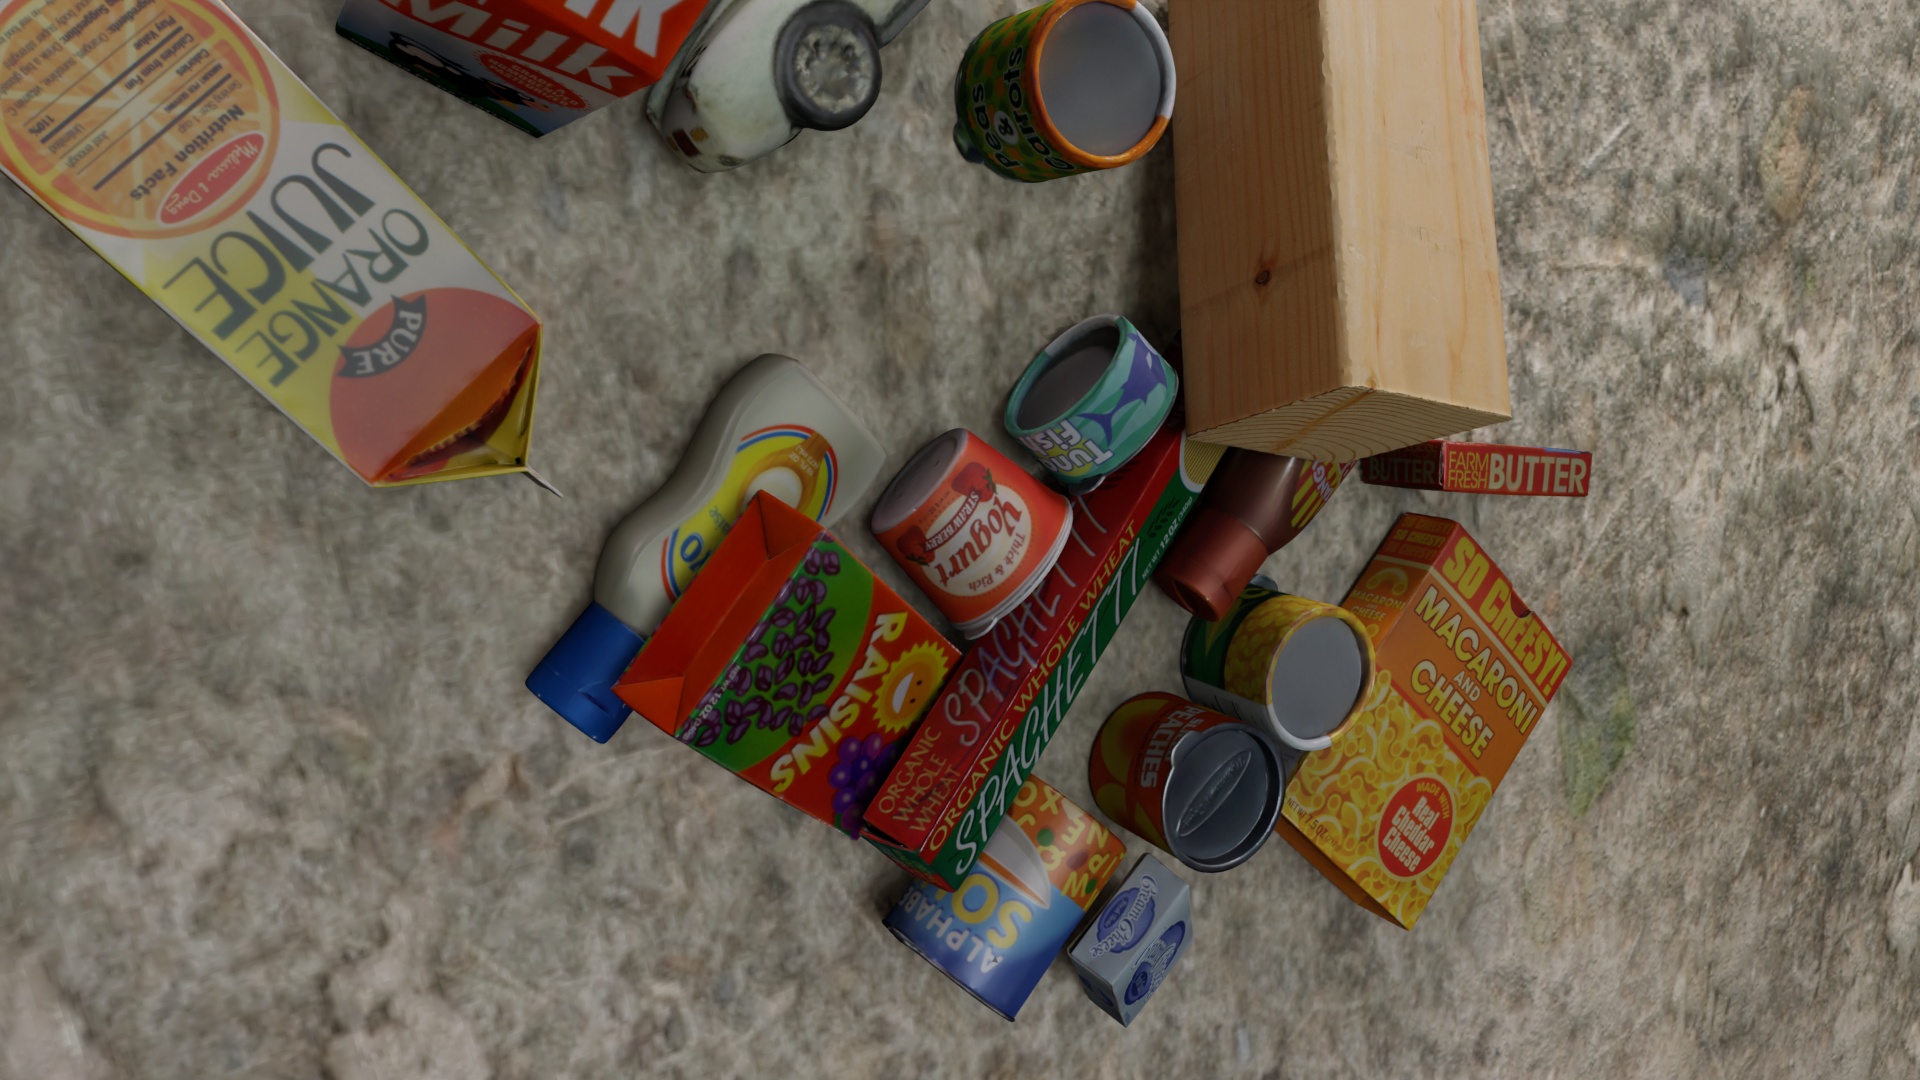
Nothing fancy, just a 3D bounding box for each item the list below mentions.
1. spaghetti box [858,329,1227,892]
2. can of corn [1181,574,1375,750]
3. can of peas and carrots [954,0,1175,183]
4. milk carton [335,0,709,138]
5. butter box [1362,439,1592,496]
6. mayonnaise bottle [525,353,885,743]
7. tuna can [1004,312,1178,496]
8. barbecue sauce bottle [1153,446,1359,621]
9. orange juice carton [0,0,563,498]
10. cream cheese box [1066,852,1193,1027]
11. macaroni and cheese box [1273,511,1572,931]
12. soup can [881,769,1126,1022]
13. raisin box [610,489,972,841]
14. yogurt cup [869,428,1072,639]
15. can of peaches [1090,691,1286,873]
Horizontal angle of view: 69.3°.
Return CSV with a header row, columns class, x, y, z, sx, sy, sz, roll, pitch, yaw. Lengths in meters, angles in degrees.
class,x,y,z,sx,sy,sz,roll,pitch,yaw
spaghetti box,0.045,0.024,0.560,0.251,0.029,0.050,-56,148,-18
can of corn,0.145,0.054,0.629,0.071,0.058,0.071,-5,100,-28
can of peas and carrots,0.039,-0.173,0.537,0.071,0.059,0.071,-4,99,-28
milk carton,-0.114,-0.168,0.380,0.072,0.190,0.073,24,87,-29
butter box,0.251,-0.036,0.676,0.104,0.053,0.024,1,96,-29
mayonnaise bottle,-0.094,0.005,0.502,0.148,0.041,0.064,-52,122,-13
tuna can,0.050,-0.055,0.556,0.033,0.071,0.071,41,78,-26
barbecue sauce bottle,0.143,-0.031,0.621,0.149,0.044,0.064,-51,140,-12
orange juice carton,-0.196,-0.081,0.417,0.073,0.072,0.192,-49,116,-13
cream cheese box,0.075,0.174,0.598,0.053,0.024,0.103,-48,154,-15
macaroni and cheese box,0.222,0.089,0.686,0.123,0.040,0.167,42,77,-27
soup can,0.017,0.141,0.568,0.071,0.071,0.084,43,77,-27
raisin box,-0.055,0.050,0.504,0.086,0.040,0.123,-56,143,-10
yogurt cup,0.002,-0.007,0.541,0.054,0.072,0.072,42,78,-19
can of peaches,0.098,0.103,0.611,0.071,0.058,0.071,-5,100,-27
